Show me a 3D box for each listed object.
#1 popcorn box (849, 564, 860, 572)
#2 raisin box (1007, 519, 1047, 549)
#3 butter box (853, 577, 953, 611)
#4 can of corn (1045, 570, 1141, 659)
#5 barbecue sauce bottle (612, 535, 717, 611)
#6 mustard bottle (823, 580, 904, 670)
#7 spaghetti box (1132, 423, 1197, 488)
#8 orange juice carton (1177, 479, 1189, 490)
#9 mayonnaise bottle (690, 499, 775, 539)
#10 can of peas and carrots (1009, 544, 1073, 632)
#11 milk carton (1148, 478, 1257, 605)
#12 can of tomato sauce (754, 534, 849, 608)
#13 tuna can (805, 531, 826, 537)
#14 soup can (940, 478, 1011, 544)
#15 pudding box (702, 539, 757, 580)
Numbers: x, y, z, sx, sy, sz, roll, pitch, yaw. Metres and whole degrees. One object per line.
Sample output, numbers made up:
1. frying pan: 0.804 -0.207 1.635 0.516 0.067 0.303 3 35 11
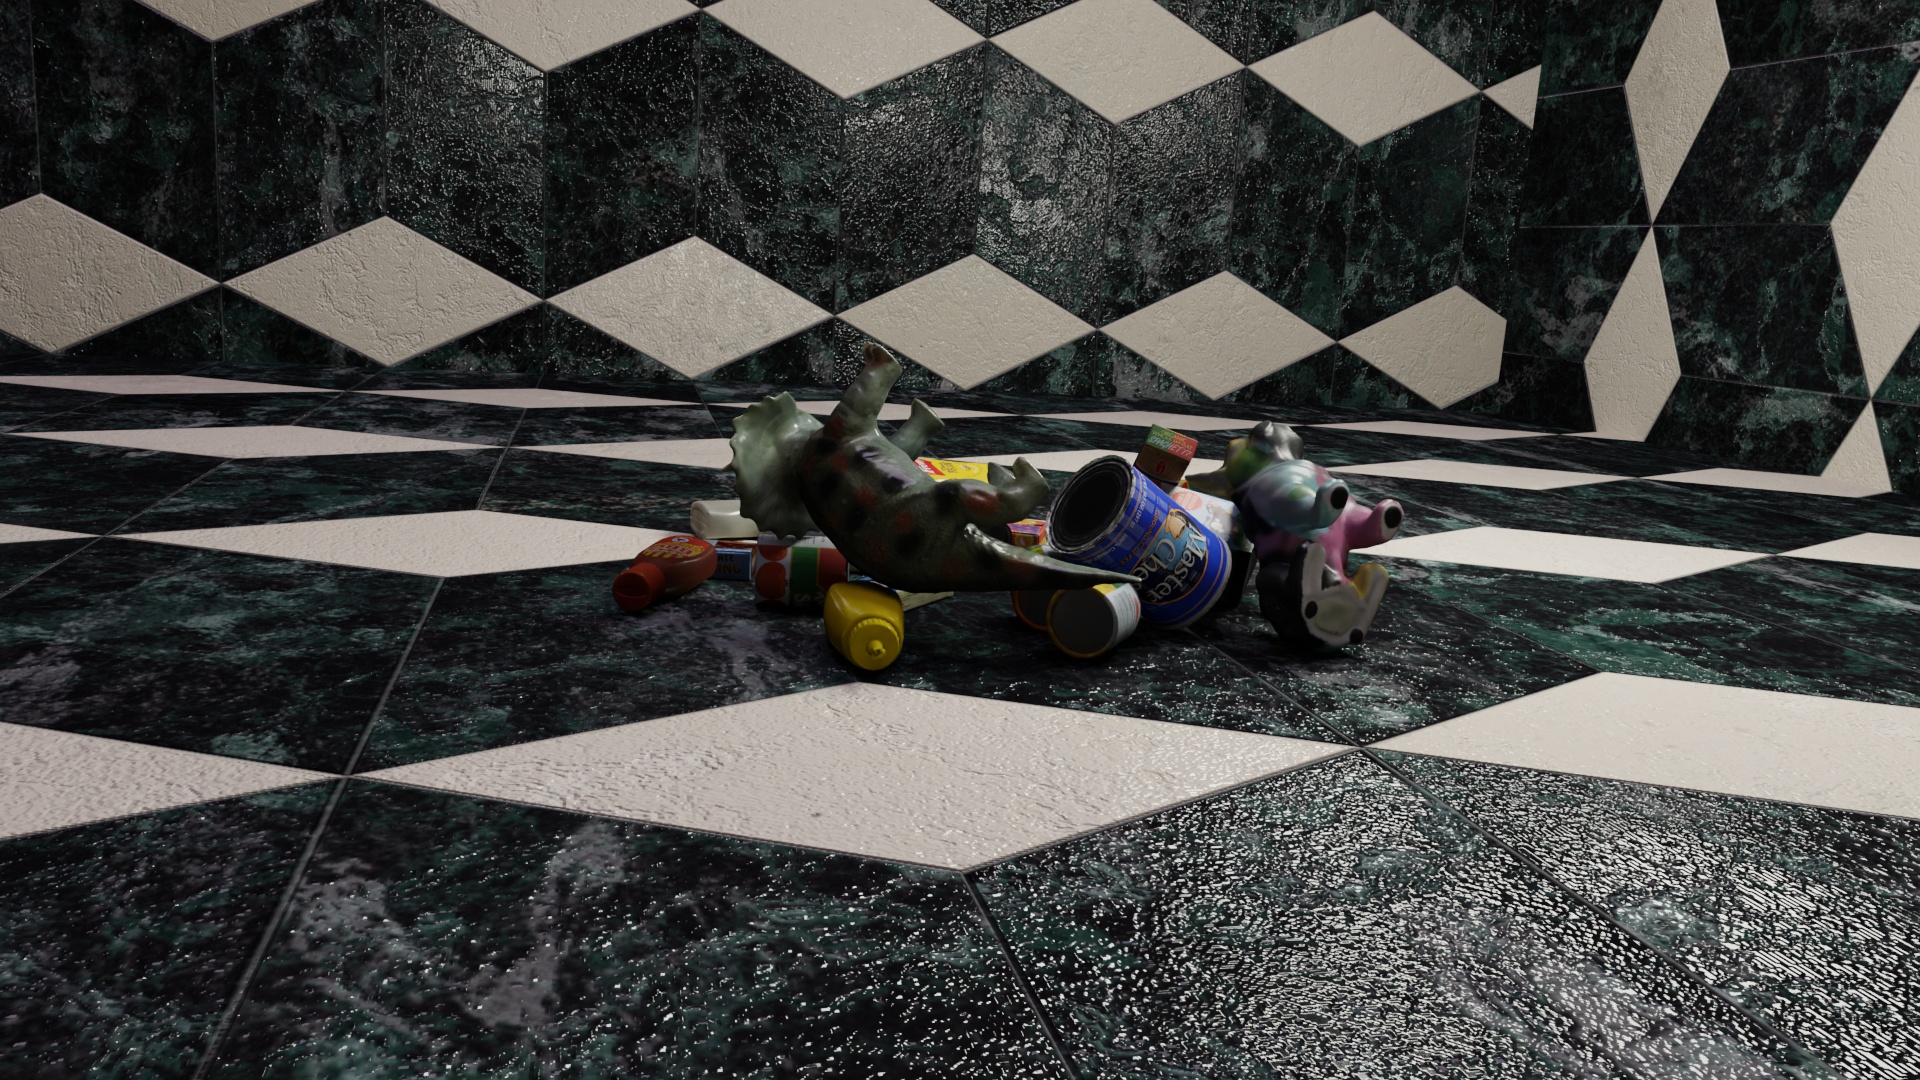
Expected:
1. popcorn box: -0.082 0.004 1.471 0.085 0.038 0.127 4 11 -2
2. raisin box: 0.032 -0.003 1.541 0.123 0.040 0.086 6 11 9
3. butter box: -0.054 0.045 1.313 0.053 0.024 0.104 11 14 30
4. can of corn: 0.110 0.063 1.176 0.071 0.071 0.058 9 12 24
5. barbecue sauce bottle: -0.274 0.030 1.270 0.065 0.043 0.149 6 12 7
6. mustard bottle: -0.075 0.072 1.117 0.065 0.048 0.160 6 11 -10
7. spaghetti box: 0.197 -0.050 1.485 0.050 0.029 0.249 23 -23 4
8. orange juice carton: 0.218 -0.040 1.698 0.072 0.073 0.193 11 13 35
9. mayonnaise bottle: -0.225 -0.025 1.565 0.148 0.041 0.065 -2 14 -30
10. can of peas and carrots: 0.076 0.045 1.254 0.071 0.070 0.059 3 15 -3
11. milk carton: 0.205 -0.008 1.409 0.191 0.073 0.073 18 43 17
12. can of tomato sauce: -0.144 0.030 1.263 0.083 0.071 0.071 2 11 -5
13. tuna can: -0.142 -0.005 1.438 0.033 0.071 0.071 2 11 -2
14. soup can: 0.005 -0.018 1.455 0.071 0.071 0.084 -6 40 -39
15. pudding box: -0.244 0.018 1.373 0.084 0.030 0.050 3 10 -3
